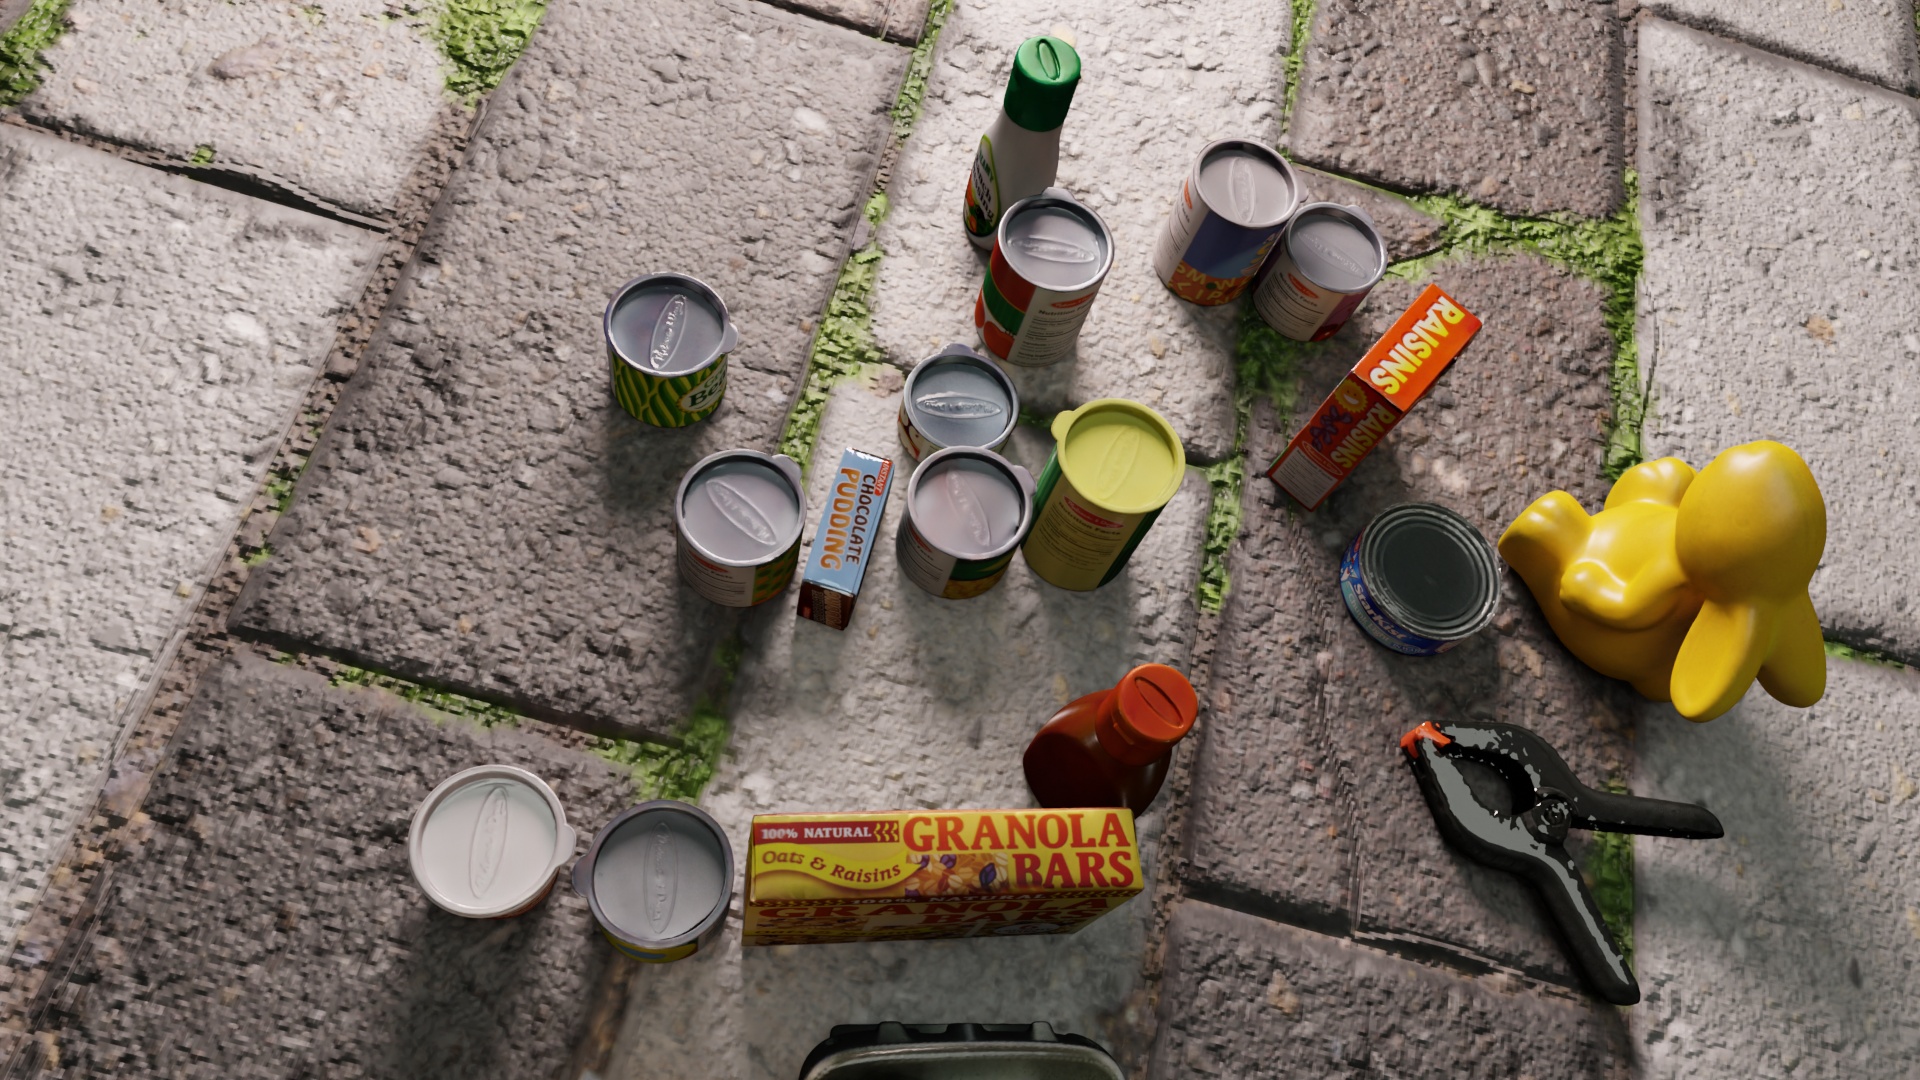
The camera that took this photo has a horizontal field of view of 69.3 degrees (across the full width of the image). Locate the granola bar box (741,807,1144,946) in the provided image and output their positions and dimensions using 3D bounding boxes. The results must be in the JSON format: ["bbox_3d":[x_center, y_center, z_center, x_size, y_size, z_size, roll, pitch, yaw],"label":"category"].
[{"bbox_3d":[-0.015,0.154,0.633,0.166,0.123,0.039,1,66,-10],"label":"granola bar box"}]

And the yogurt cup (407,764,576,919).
[{"bbox_3d":[-0.214,0.143,0.639,0.072,0.053,0.072,4,65,-9],"label":"yogurt cup"}]

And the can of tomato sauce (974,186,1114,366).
[{"bbox_3d":[0.046,-0.151,0.809,0.071,0.082,0.071,4,65,-9],"label":"can of tomato sauce"}]

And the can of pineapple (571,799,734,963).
[{"bbox_3d":[-0.140,0.158,0.644,0.071,0.057,0.071,4,65,-9],"label":"can of pineapple"}]

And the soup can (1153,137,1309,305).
[{"bbox_3d":[0.164,-0.193,0.850,0.071,0.083,0.071,4,65,-9],"label":"soup can"}]

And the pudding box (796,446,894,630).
[{"bbox_3d":[-0.061,-0.001,0.737,0.030,0.049,0.084,17,64,-3],"label":"pudding box"}]

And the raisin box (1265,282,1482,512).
[{"bbox_3d":[0.232,-0.078,0.788,0.040,0.123,0.086,42,65,9],"label":"raisin box"}]

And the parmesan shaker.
[{"bbox_3d":[0.070,-0.024,0.743,0.071,0.102,0.071,4,65,-9],"label":"parmesan shaker"}]

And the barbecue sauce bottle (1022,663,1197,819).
[{"bbox_3d":[0.072,0.099,0.661,0.044,0.148,0.065,-37,77,-23],"label":"barbecue sauce bottle"}]

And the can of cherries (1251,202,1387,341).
[{"bbox_3d":[0.224,-0.167,0.864,0.071,0.058,0.072,4,65,-9],"label":"can of cherries"}]

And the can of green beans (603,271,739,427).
[{"bbox_3d":[-0.160,-0.103,0.761,0.071,0.057,0.071,4,65,-9],"label":"can of green beans"}]

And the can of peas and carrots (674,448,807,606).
[{"bbox_3d":[-0.114,-0.007,0.725,0.071,0.058,0.071,4,65,-9],"label":"can of peas and carrots"}]

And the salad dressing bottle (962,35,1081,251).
[{"bbox_3d":[0.035,-0.227,0.806,0.044,0.147,0.064,-8,68,-14],"label":"salad dressing bottle"}]

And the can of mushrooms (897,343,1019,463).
[{"bbox_3d":[-0.002,-0.074,0.791,0.071,0.033,0.071,4,65,-9],"label":"can of mushrooms"}]

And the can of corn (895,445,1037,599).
[{"bbox_3d":[0.003,-0.009,0.749,0.071,0.058,0.071,4,65,-9],"label":"can of corn"}]
